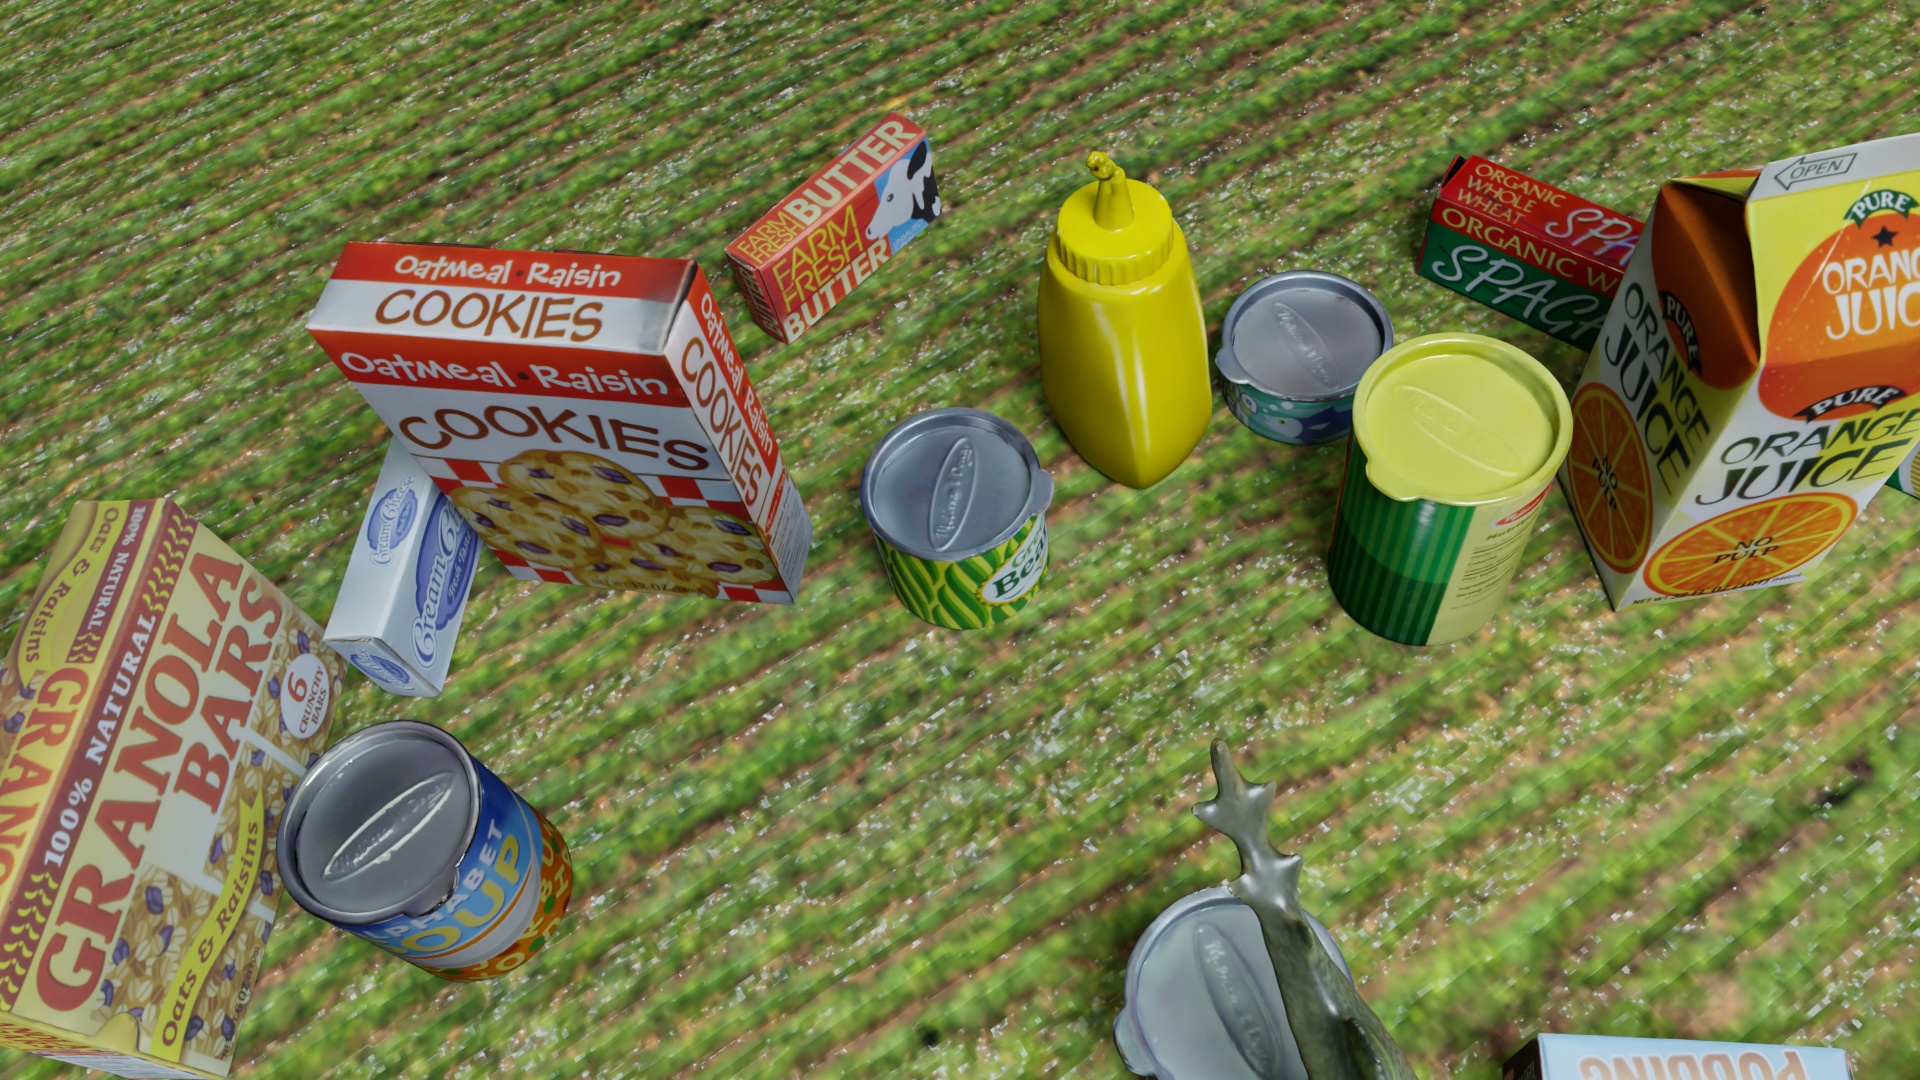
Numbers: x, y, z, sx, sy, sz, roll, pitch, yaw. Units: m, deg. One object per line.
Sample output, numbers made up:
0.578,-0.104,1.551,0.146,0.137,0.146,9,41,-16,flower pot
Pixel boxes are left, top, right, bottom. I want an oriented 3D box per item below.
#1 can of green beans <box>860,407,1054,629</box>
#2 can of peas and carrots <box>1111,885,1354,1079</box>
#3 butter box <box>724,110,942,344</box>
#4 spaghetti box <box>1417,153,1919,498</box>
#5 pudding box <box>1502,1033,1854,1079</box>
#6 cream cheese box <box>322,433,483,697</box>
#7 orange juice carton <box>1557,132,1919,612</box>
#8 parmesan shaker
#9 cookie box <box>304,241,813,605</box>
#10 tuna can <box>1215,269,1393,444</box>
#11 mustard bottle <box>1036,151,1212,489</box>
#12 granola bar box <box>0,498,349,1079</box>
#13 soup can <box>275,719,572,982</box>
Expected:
0.000,-0.007,0.527,0.071,0.057,0.071,-4,59,6,can of green beans
0.081,0.147,0.422,0.071,0.058,0.071,-4,59,6,can of peas and carrots
-0.053,-0.138,0.615,0.024,0.053,0.104,38,71,26,butter box
0.294,-0.077,0.529,0.250,0.050,0.029,32,69,24,spaghetti box
0.205,0.163,0.400,0.084,0.049,0.030,0,60,8,pudding box
-0.215,0.005,0.554,0.024,0.053,0.104,0,60,9,cream cheese box
0.255,-0.057,0.440,0.072,0.191,0.073,-10,59,3,orange juice carton
0.162,-0.013,0.479,0.071,0.102,0.071,-4,59,6,parmesan shaker
-0.132,-0.037,0.500,0.123,0.166,0.040,5,61,11,cookie box
0.136,-0.073,0.560,0.071,0.032,0.071,-4,59,6,tuna can
0.059,-0.082,0.502,0.049,0.159,0.065,-41,62,-15,mustard bottle
-0.275,0.087,0.473,0.039,0.123,0.166,-1,59,8,granola bar box
-0.175,0.109,0.468,0.071,0.083,0.071,-4,59,6,soup can
